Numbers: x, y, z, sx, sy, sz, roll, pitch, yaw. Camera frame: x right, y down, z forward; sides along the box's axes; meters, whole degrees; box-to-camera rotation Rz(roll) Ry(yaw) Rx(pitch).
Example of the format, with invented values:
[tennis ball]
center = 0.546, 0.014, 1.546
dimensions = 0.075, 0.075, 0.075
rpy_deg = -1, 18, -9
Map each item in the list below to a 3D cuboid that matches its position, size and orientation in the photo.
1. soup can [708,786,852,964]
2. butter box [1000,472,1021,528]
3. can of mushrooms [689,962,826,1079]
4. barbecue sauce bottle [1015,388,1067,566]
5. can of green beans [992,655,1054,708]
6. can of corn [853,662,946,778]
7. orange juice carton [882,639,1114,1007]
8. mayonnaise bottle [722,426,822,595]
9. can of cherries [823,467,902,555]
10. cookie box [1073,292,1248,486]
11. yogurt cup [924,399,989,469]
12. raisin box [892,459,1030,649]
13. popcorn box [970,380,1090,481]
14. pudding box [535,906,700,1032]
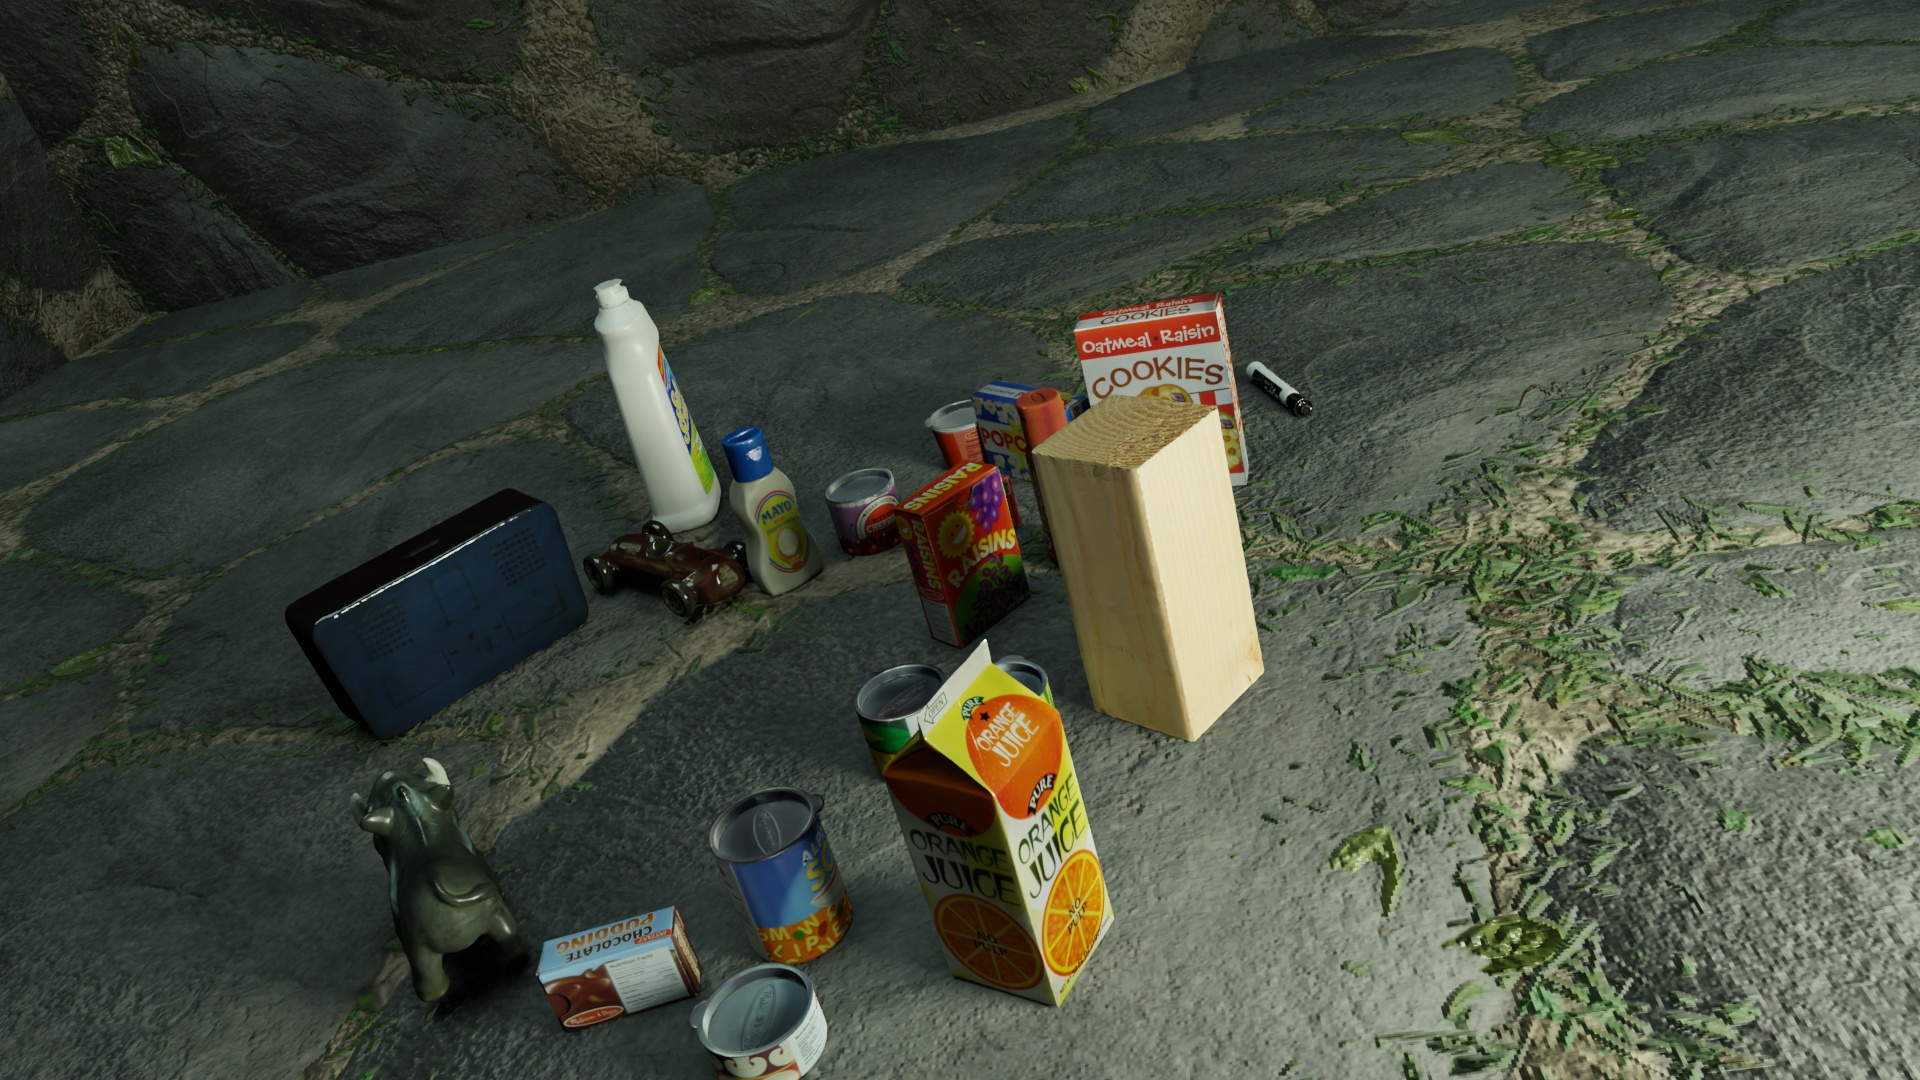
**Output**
[soup can]
center = -0.104, 0.201, 0.836
dimensions = 0.071, 0.083, 0.072
rpy_deg = -12, 27, 7
[butter box]
center = 0.004, -0.015, 1.218
dimensions = 0.104, 0.053, 0.024
rpy_deg = -32, 31, -28
[can of mushrooms]
center = -0.111, 0.269, 0.766
dimensions = 0.071, 0.033, 0.071
rpy_deg = -12, 27, 7
[barbecue sauce bottle]
center = 0.080, -0.051, 1.143
dimensions = 0.044, 0.148, 0.065
rpy_deg = -20, 27, -8
[can of green beans]
center = 0.033, 0.123, 0.939
dimensions = 0.071, 0.057, 0.071
rpy_deg = -12, 27, 7
[can of corn]
center = -0.037, 0.127, 0.967
dimensions = 0.071, 0.058, 0.071
rpy_deg = -12, 27, 7
[orange juice carton]
center = 0.019, 0.150, 0.747
dimensions = 0.073, 0.191, 0.072
rpy_deg = 5, 33, 34
[mayonnaise bottle]
center = -0.171, -0.027, 1.229
dimensions = 0.065, 0.147, 0.041
rpy_deg = -31, 30, -27
[can of cherries]
center = -0.085, -0.026, 1.279
dimensions = 0.071, 0.058, 0.072
rpy_deg = -12, 27, 7
[cookie box]
center = 0.176, -0.123, 1.206
dimensions = 0.123, 0.166, 0.040
rpy_deg = -6, 28, 18
[yogurt cup]
center = 0.007, -0.103, 1.380
dimensions = 0.072, 0.053, 0.073
rpy_deg = -12, 27, 7
[raisin box]
center = 0.003, 0.010, 1.095
dimensions = 0.086, 0.123, 0.040
rpy_deg = -34, 32, -32
[popcorn box]
center = 0.072, -0.099, 1.305
dimensions = 0.038, 0.085, 0.127
rpy_deg = -33, 32, -31
[pudding box]
center = -0.202, 0.254, 0.824
dimensions = 0.084, 0.049, 0.030
rpy_deg = -16, 27, -1
